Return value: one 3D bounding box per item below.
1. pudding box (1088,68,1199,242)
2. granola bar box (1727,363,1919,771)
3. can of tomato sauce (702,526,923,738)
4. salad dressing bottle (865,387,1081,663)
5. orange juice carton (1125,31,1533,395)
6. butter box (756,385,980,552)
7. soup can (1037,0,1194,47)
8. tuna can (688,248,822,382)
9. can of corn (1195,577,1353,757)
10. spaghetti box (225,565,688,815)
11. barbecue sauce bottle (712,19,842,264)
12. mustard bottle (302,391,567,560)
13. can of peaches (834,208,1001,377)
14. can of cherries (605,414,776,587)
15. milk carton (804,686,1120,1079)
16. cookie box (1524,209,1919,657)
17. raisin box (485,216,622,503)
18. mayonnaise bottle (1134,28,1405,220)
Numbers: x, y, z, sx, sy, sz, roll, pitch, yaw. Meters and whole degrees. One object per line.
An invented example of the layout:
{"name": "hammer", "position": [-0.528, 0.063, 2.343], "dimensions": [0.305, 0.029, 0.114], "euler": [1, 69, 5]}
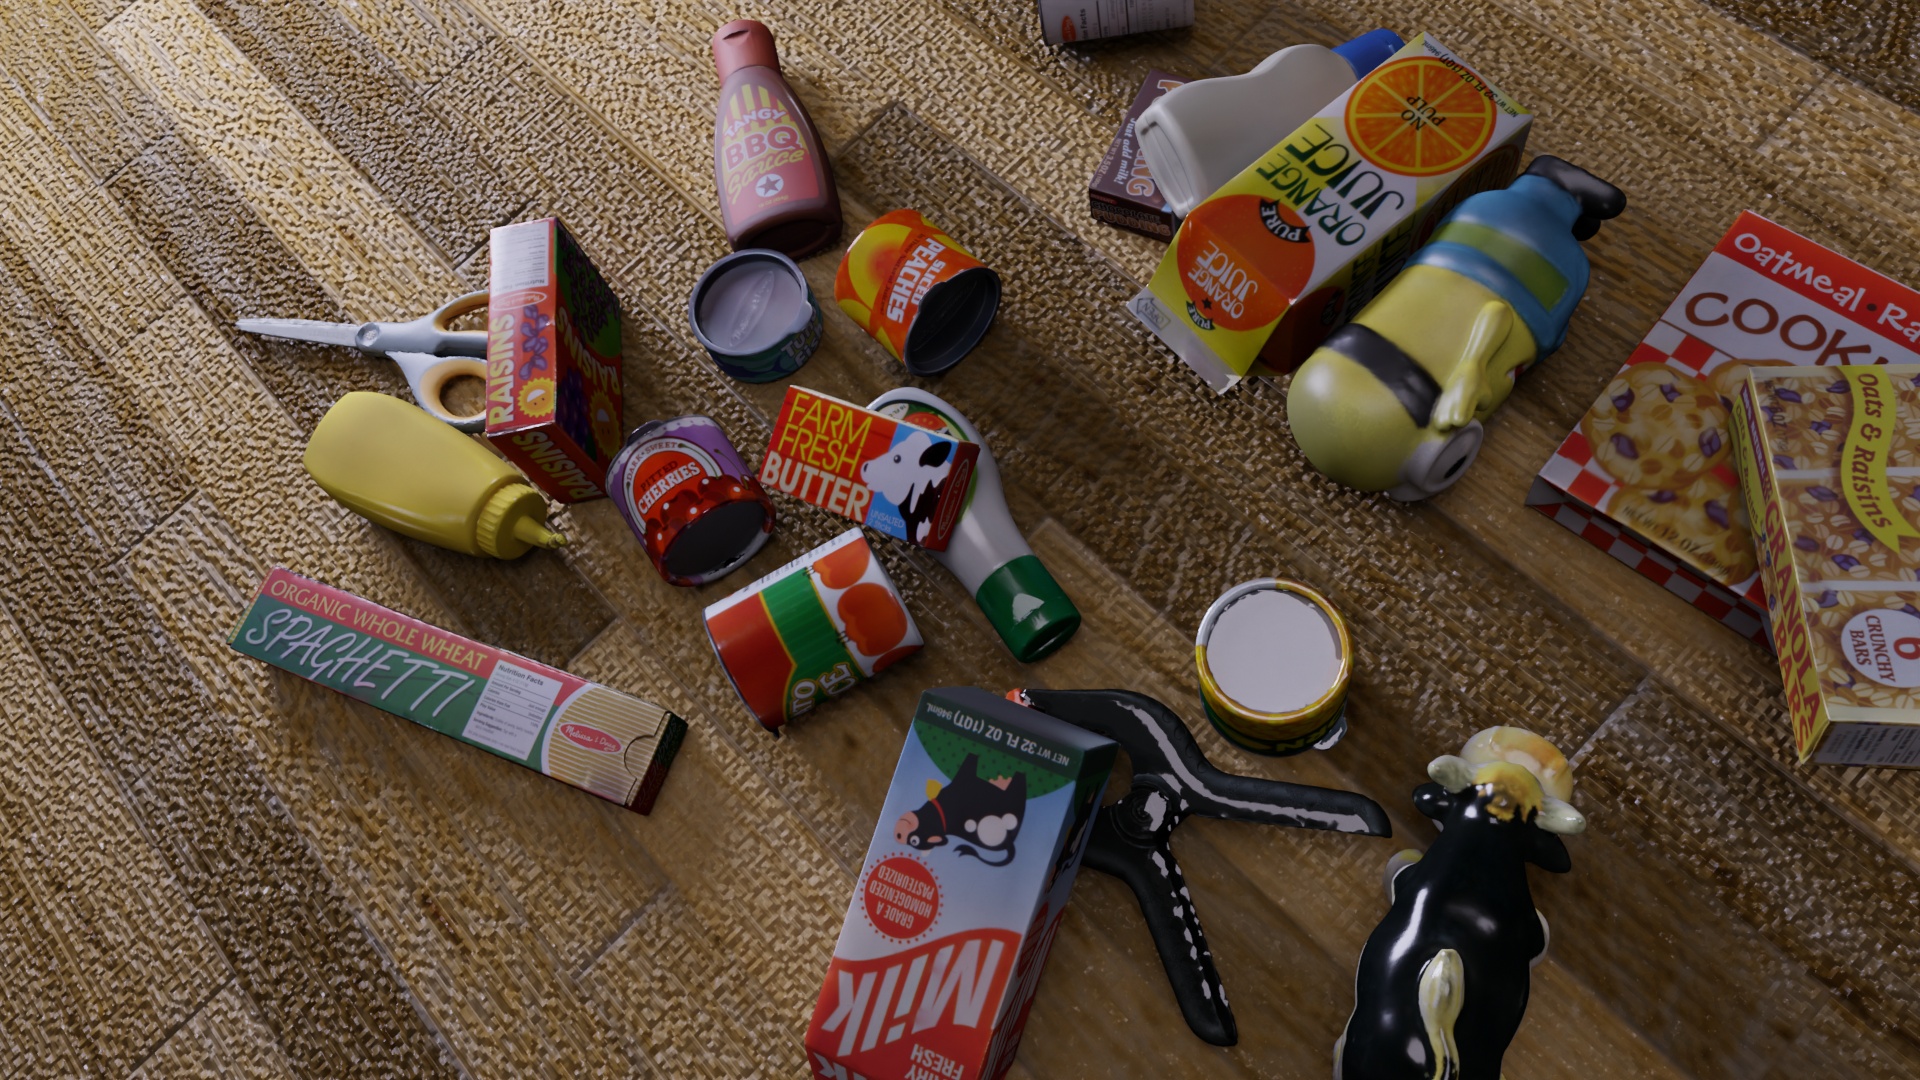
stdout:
{"name": "pudding box", "position": [0.107, -0.204, 0.737], "dimensions": [0.050, 0.030, 0.084], "euler": [23, 74, 18]}
{"name": "granola bar box", "position": [0.374, 0.007, 0.523], "dimensions": [0.124, 0.039, 0.166], "euler": [0, 54, 15]}
{"name": "can of tomato sauce", "position": [-0.067, 0.043, 0.651], "dimensions": [0.083, 0.071, 0.071], "euler": [-29, 65, -2]}
{"name": "salad dressing bottle", "position": [0.002, -0.008, 0.669], "dimensions": [0.064, 0.044, 0.148], "euler": [-38, 66, 2]}
{"name": "orange juice carton", "position": [0.177, -0.151, 0.677], "dimensions": [0.193, 0.073, 0.072], "euler": [-38, 67, -5]}
{"name": "butter box", "position": [-0.044, -0.035, 0.658], "dimensions": [0.103, 0.024, 0.053], "euler": [20, 93, 29]}
{"name": "soup can", "position": [0.084, -0.316, 0.767], "dimensions": [0.084, 0.071, 0.071], "euler": [-5, 67, 9]}
{"name": "tuna can", "position": [-0.107, -0.119, 0.744], "dimensions": [0.071, 0.032, 0.071], "euler": [-4, 67, 10]}
{"name": "can of corn", "position": [0.138, 0.057, 0.606], "dimensions": [0.071, 0.058, 0.071], "euler": [-4, 67, 10]}
{"name": "spaghetti box", "position": [-0.255, 0.072, 0.697], "dimensions": [0.250, 0.028, 0.050], "euler": [17, 72, 18]}
{"name": "barbecue sauce bottle", "position": [-0.111, -0.227, 0.784], "dimensions": [0.065, 0.043, 0.149], "euler": [-17, 65, 5]}
{"name": "mustard bottle", "position": [-0.268, -0.025, 0.729], "dimensions": [0.160, 0.048, 0.065], "euler": [25, 77, 19]}
{"name": "can of peaches", "position": [-0.023, -0.128, 0.709], "dimensions": [0.071, 0.071, 0.058], "euler": [-43, 65, -7]}
{"name": "can of cherries", "position": [-0.134, -0.020, 0.687], "dimensions": [0.071, 0.071, 0.058], "euler": [-35, 66, -4]}
{"name": "milk carton", "position": [-0.003, 0.161, 0.569], "dimensions": [0.072, 0.073, 0.190], "euler": [20, 91, 18]}
{"name": "cookie box", "position": [0.356, -0.051, 0.617], "dimensions": [0.123, 0.040, 0.168], "euler": [37, 80, 22]}
{"name": "raisin box", "position": [-0.211, -0.092, 0.725], "dimensions": [0.040, 0.086, 0.124], "euler": [-10, 66, 6]}
{"name": "mayonnaise bottle", "position": [0.163, -0.218, 0.707], "dimensions": [0.148, 0.041, 0.064], "euler": [-28, 94, -19]}
